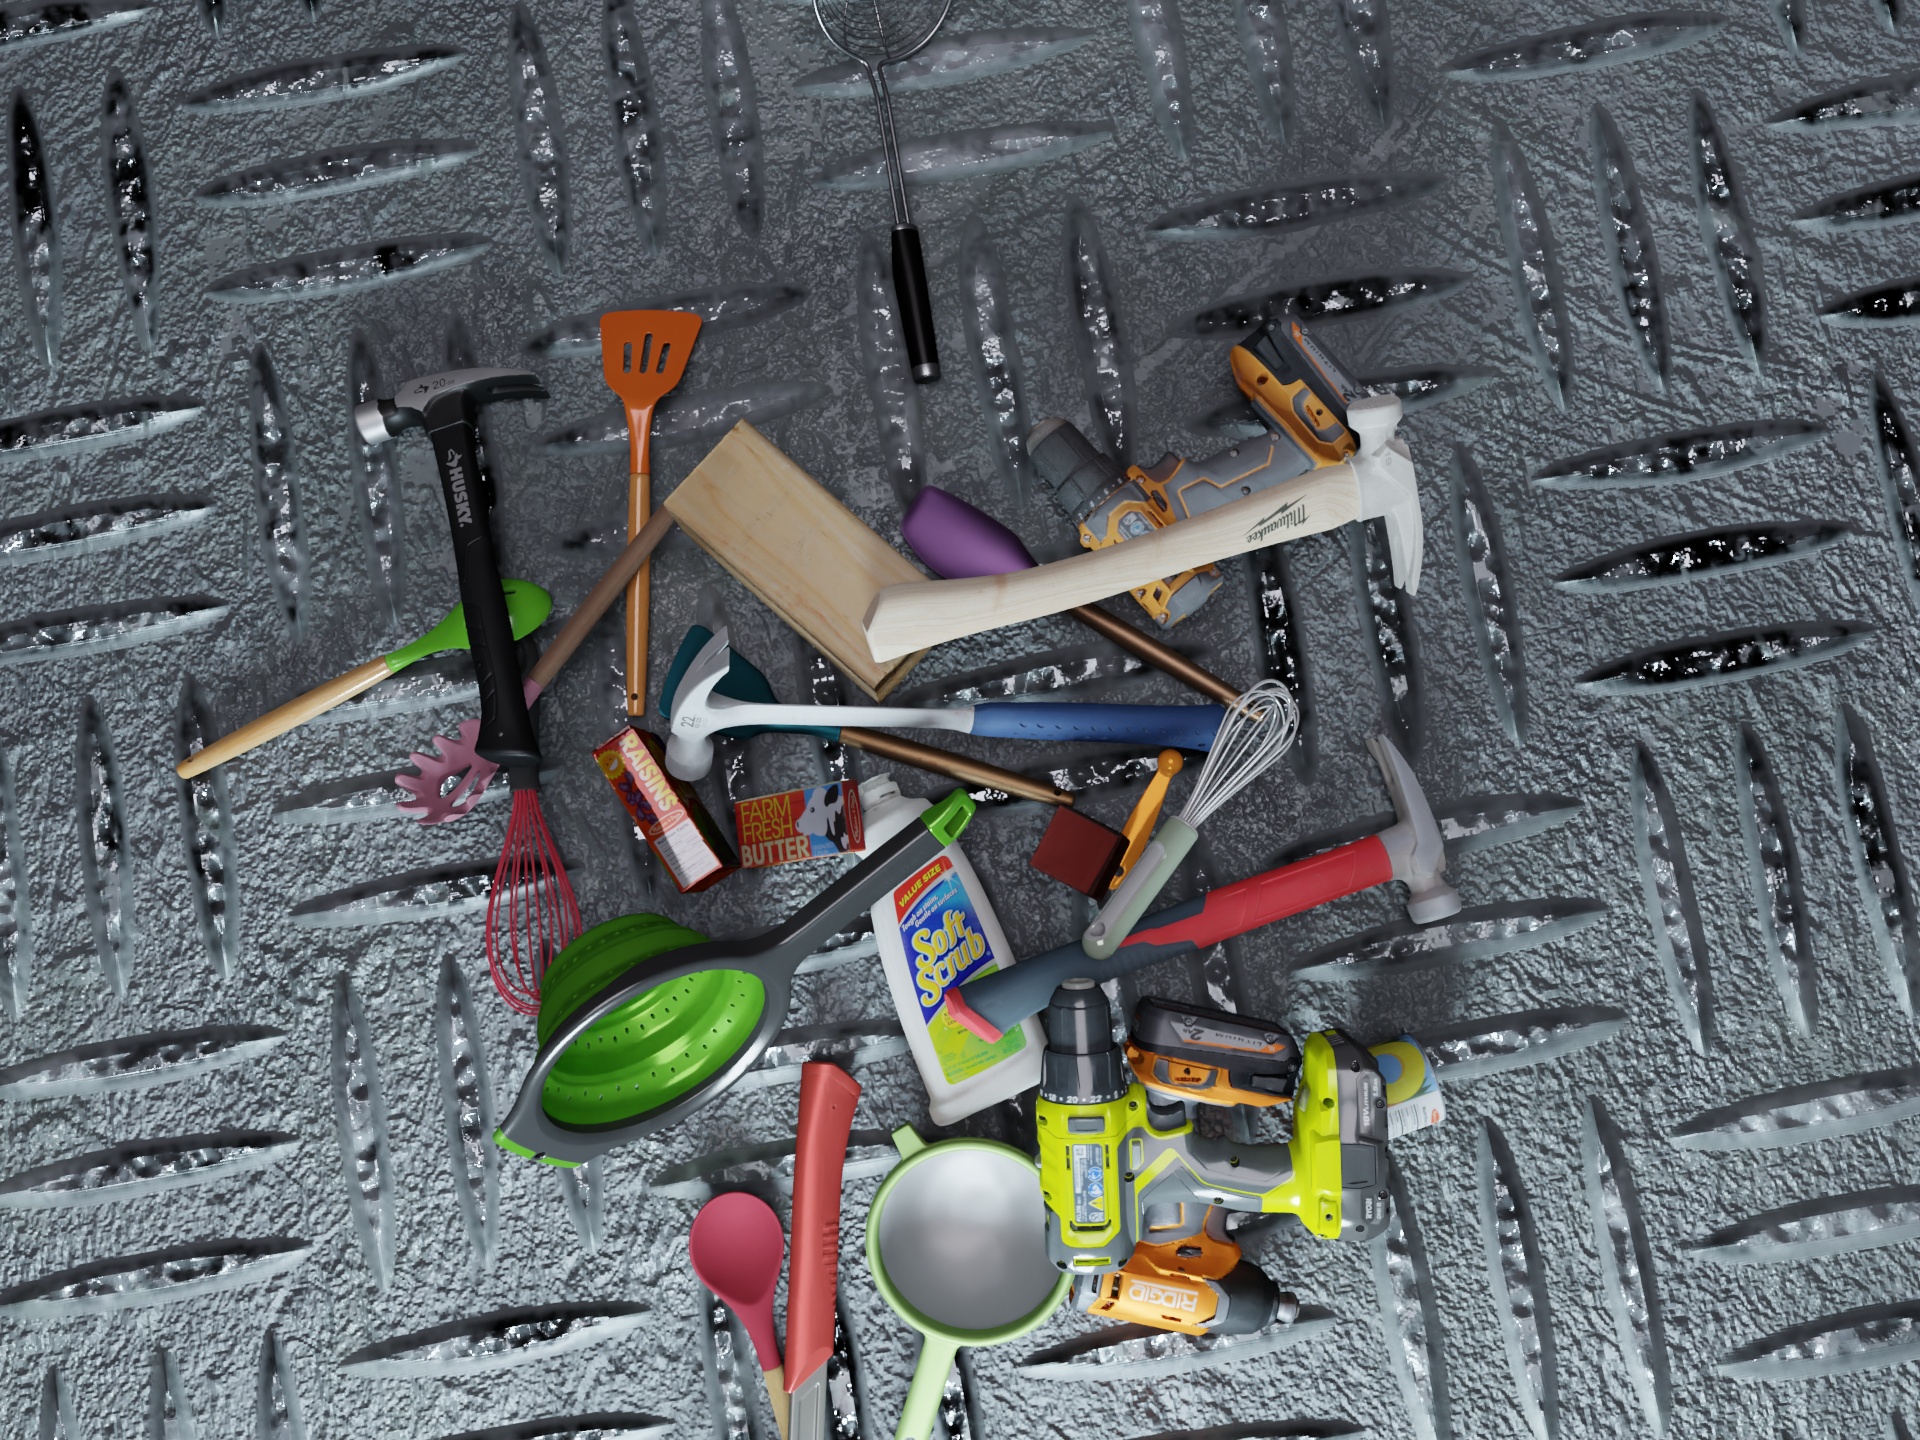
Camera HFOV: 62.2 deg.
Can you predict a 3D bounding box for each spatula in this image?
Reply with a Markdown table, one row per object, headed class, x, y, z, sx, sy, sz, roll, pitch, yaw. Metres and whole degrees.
| class | x | y | z | sx | sy | sz | roll | pitch | yaw |
| --- | --- | --- | --- | --- | --- | --- | --- | --- | --- |
| spatula | 0.094 | -0.081 | 1.218 | 0.316 | 0.018 | 0.060 | 30 | 88 | 4 |
| spatula | -0.065 | 0.013 | 1.198 | 0.317 | 0.044 | 0.082 | 16 | 62 | 1 |
| spatula | -0.246 | -0.164 | 1.233 | 0.081 | 0.041 | 0.322 | 1 | 88 | 1 |

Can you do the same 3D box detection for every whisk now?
| class | x | y | z | sx | sy | sz | roll | pitch | yaw |
| --- | --- | --- | --- | --- | --- | --- | --- | --- | --- |
| whisk | 0.163 | 0.069 | 1.127 | 0.246 | 0.058 | 0.059 | -51 | 128 | -15 |
| whisk | -0.324 | 0.072 | 1.193 | 0.073 | 0.073 | 0.296 | -7 | 77 | 0 |

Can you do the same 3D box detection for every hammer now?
| class | x | y | z | sx | sy | sz | roll | pitch | yaw |
| --- | --- | --- | --- | --- | --- | --- | --- | --- | --- |
| hammer | -0.116 | 0.427 | 1.139 | 0.149 | 0.037 | 0.359 | 6 | 79 | -22 |
| hammer | -0.354 | -0.118 | 1.181 | 0.146 | 0.035 | 0.335 | -18 | 68 | 1 |
| hammer | 0.168 | 0.131 | 1.150 | 0.386 | 0.038 | 0.143 | -17 | 83 | -12 |
| hammer | 0.133 | -0.107 | 1.136 | 0.410 | 0.038 | 0.146 | -17 | 110 | -5 |
| hammer | -0.002 | -0.004 | 1.141 | 0.405 | 0.144 | 0.035 | 2 | 55 | -14 |

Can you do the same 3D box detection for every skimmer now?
| class | x | y | z | sx | sy | sz | roll | pitch | yaw |
| --- | --- | --- | --- | --- | --- | --- | --- | --- | --- |
| skimmer | -0.040 | -0.448 | 1.224 | 0.127 | 0.090 | 0.363 | -6 | 85 | -31 |

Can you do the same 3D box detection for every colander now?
| class | x | y | z | sx | sy | sz | roll | pitch | yaw |
| --- | --- | --- | --- | --- | --- | --- | --- | --- | --- |
| colander | -0.166 | 0.154 | 1.127 | 0.397 | 0.204 | 0.095 | -38 | 58 | 0 |

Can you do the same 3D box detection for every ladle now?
| class | x | y | z | sx | sy | sz | roll | pitch | yaw |
| --- | --- | --- | --- | --- | --- | --- | --- | --- | --- |
| ladle | -0.127 | 0.495 | 1.156 | 0.069 | 0.031 | 0.315 | -17 | 86 | -11 |

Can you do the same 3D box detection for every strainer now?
| class | x | y | z | sx | sy | sz | roll | pitch | yaw |
| --- | --- | --- | --- | --- | --- | --- | --- | --- | --- |
| strainer | -0.004 | 0.414 | 1.149 | 0.151 | 0.069 | 0.256 | 17 | 97 | 3 |

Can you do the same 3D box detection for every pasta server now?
| class | x | y | z | sx | sy | sz | roll | pitch | yaw |
| --- | --- | --- | --- | --- | --- | --- | --- | --- | --- |
| pasta server | -0.301 | -0.052 | 1.180 | 0.060 | 0.040 | 0.316 | 33 | 81 | 17 |

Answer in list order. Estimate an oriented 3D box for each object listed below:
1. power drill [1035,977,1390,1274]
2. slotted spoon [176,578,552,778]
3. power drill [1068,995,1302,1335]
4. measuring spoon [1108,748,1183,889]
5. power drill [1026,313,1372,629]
| class | x | y | z | sx | sy | sz | roll | pitch | yaw |
| --- | --- | --- | --- | --- | --- | --- | --- | --- | --- |
| power drill | 0.163 | 0.266 | 1.066 | 0.228 | 0.080 | 0.190 | -2 | 92 | 2 |
| slotted spoon | -0.459 | -0.031 | 1.214 | 0.314 | 0.031 | 0.070 | -27 | 49 | 2 |
| power drill | 0.178 | 0.326 | 1.143 | 0.164 | 0.084 | 0.226 | 12 | 88 | 1 |
| measuring spoon | 0.138 | 0.075 | 1.203 | 0.021 | 0.011 | 0.117 | 26 | 85 | 4 |
| power drill | 0.179 | -0.206 | 1.202 | 0.226 | 0.084 | 0.185 | -41 | 84 | 2 |
